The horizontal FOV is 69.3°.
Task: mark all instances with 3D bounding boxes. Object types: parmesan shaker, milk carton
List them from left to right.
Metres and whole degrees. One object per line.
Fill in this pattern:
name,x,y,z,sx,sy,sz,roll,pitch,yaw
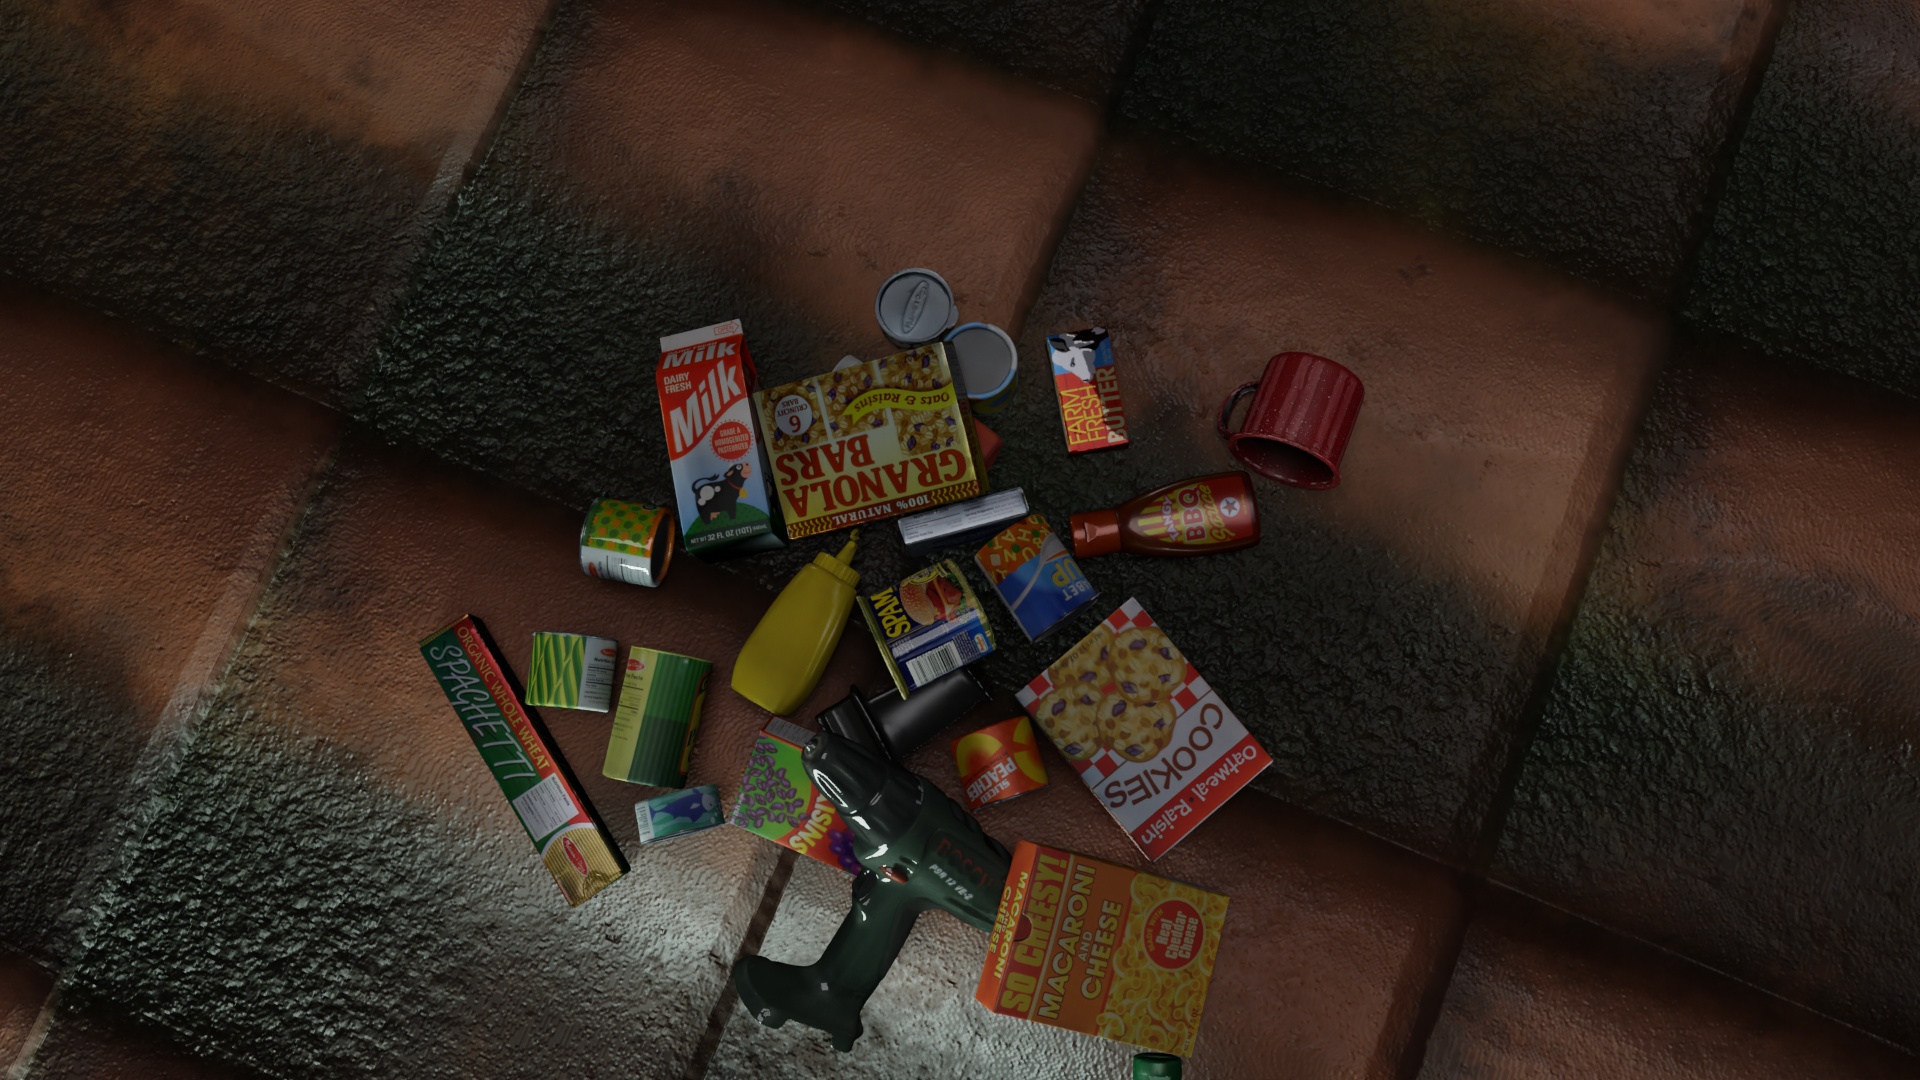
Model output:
parmesan shaker,-0.240,0.140,1.099,0.071,0.071,0.103,11,81,5
milk carton,-0.196,-0.084,1.132,0.072,0.073,0.191,-13,79,2

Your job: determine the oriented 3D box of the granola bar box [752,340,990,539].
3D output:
granola bar box,-0.071,-0.079,1.108,0.165,0.039,0.124,-13,93,18

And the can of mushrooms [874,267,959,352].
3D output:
can of mushrooms,-0.035,-0.191,1.164,0.071,0.033,0.071,0,79,3

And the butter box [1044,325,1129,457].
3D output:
butter box,0.105,-0.122,1.150,0.053,0.024,0.103,-10,79,1

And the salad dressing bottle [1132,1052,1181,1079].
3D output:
salad dressing bottle,0.145,0.460,1.030,0.064,0.044,0.148,1,79,2

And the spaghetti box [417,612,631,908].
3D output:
spaghetti box,-0.350,0.173,1.114,0.050,0.028,0.250,-34,80,-3

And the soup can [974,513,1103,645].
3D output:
soup can,0.063,0.029,1.101,0.071,0.071,0.084,-33,80,-3

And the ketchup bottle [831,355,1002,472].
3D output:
ketchup bottle,-0.041,-0.098,1.142,0.149,0.043,0.064,35,91,9

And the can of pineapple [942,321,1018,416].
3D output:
can of pineapple,0.013,-0.139,1.140,0.071,0.058,0.071,0,80,3

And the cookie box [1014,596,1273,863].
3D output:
cookie box,0.143,0.148,1.091,0.123,0.040,0.167,-39,79,-4

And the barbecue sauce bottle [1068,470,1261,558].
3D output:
barbecue sauce bottle,0.163,-0.014,1.117,0.148,0.043,0.065,-9,80,1

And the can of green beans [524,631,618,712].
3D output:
can of green beans,-0.310,0.105,1.106,0.071,0.071,0.058,5,81,4

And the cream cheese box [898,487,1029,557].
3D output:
cream cheese box,0.004,-0.014,1.120,0.104,0.053,0.024,-15,78,0

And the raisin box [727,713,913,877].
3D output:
raisin box,-0.107,0.199,1.074,0.123,0.040,0.086,22,105,2

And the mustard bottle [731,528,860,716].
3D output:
mustard bottle,-0.120,0.061,1.114,0.065,0.048,0.160,30,82,8

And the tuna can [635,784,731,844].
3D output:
tuna can,-0.216,0.213,1.082,0.071,0.071,0.033,-14,79,0

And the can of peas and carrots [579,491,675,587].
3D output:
can of peas and carrots,-0.268,-0.001,1.124,0.059,0.071,0.071,10,81,4

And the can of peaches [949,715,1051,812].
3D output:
can of peaches,0.029,0.173,1.075,0.071,0.071,0.058,-18,79,0

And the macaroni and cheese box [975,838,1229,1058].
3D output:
macaroni and cheese box,0.108,0.302,1.032,0.166,0.040,0.124,19,80,-18
